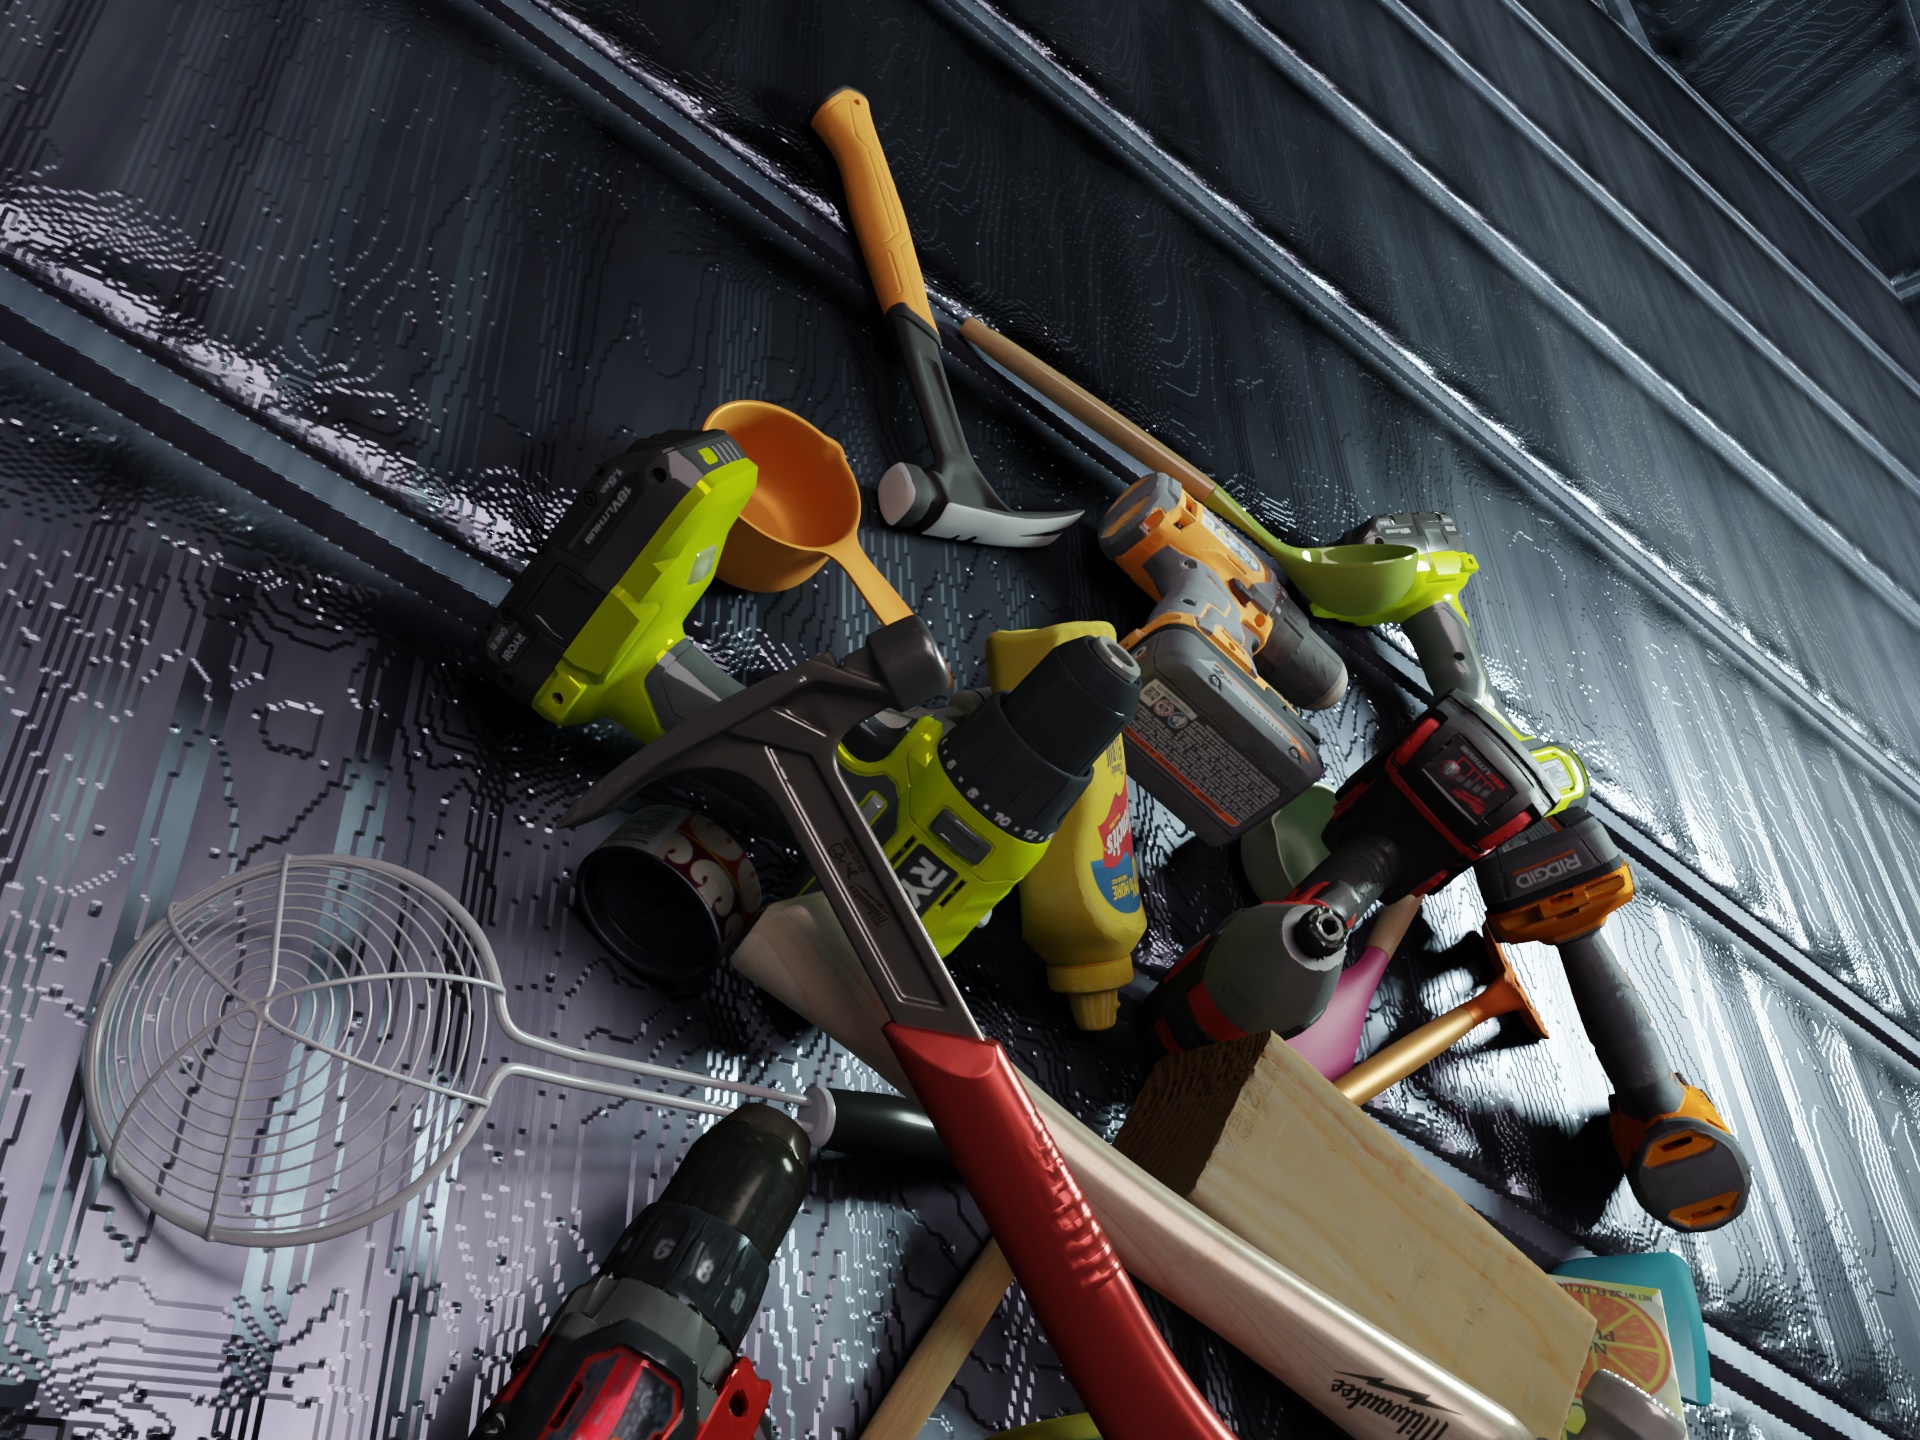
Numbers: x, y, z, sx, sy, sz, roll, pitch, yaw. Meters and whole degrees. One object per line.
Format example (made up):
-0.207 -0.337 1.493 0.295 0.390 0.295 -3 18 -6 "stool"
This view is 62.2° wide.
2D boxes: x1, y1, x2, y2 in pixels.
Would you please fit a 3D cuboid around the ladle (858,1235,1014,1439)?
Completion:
-0.029 0.267 0.580 0.069 0.031 0.315 49 40 -2 "ladle"

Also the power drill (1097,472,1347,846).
0.153 -0.028 0.903 0.185 0.084 0.226 40 31 -17 "power drill"

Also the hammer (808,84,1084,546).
-0.027 -0.251 0.956 0.127 0.034 0.337 4 58 -38 "hammer"

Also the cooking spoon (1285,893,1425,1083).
0.241 0.113 0.886 0.319 0.017 0.068 -49 117 -38 "cooking spoon"

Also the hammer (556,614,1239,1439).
0.002 0.150 0.569 0.149 0.036 0.359 -28 88 -4 "hammer"

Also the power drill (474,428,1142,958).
-0.059 -0.011 0.640 0.228 0.190 0.080 40 20 -2 "power drill"

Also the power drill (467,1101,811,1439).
-0.035 0.246 0.500 0.226 0.080 0.188 35 47 -3 "power drill"

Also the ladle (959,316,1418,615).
0.140 -0.166 0.986 0.320 0.062 0.078 35 19 2 "ladle"

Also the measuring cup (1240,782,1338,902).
0.182 0.115 0.873 0.083 0.038 0.168 27 61 -27 "measuring cup"

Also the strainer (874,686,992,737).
-0.001 -0.003 0.791 0.087 0.050 0.258 21 19 36 "strainer"

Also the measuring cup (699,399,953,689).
-0.072 -0.073 0.774 0.173 0.052 0.095 51 41 -1 "measuring cup"

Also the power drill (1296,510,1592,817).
0.317 -0.023 1.056 0.171 0.080 0.223 -8 70 -44 "power drill"

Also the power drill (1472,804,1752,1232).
0.381 0.169 0.937 0.226 0.084 0.164 67 15 6 "power drill"

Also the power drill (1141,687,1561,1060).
0.190 0.082 0.779 0.220 0.143 0.078 -35 78 -32 "power drill"

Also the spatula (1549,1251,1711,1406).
0.257 0.269 0.810 0.317 0.044 0.082 28 47 -22 "spatula"

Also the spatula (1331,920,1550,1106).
0.256 0.174 0.869 0.322 0.041 0.081 -11 71 -47 "spatula"

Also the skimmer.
-0.119 0.141 0.591 0.363 0.090 0.127 24 55 -40 "skimmer"

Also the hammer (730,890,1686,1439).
0.078 0.210 0.608 0.410 0.038 0.146 37 79 -2 "hammer"
